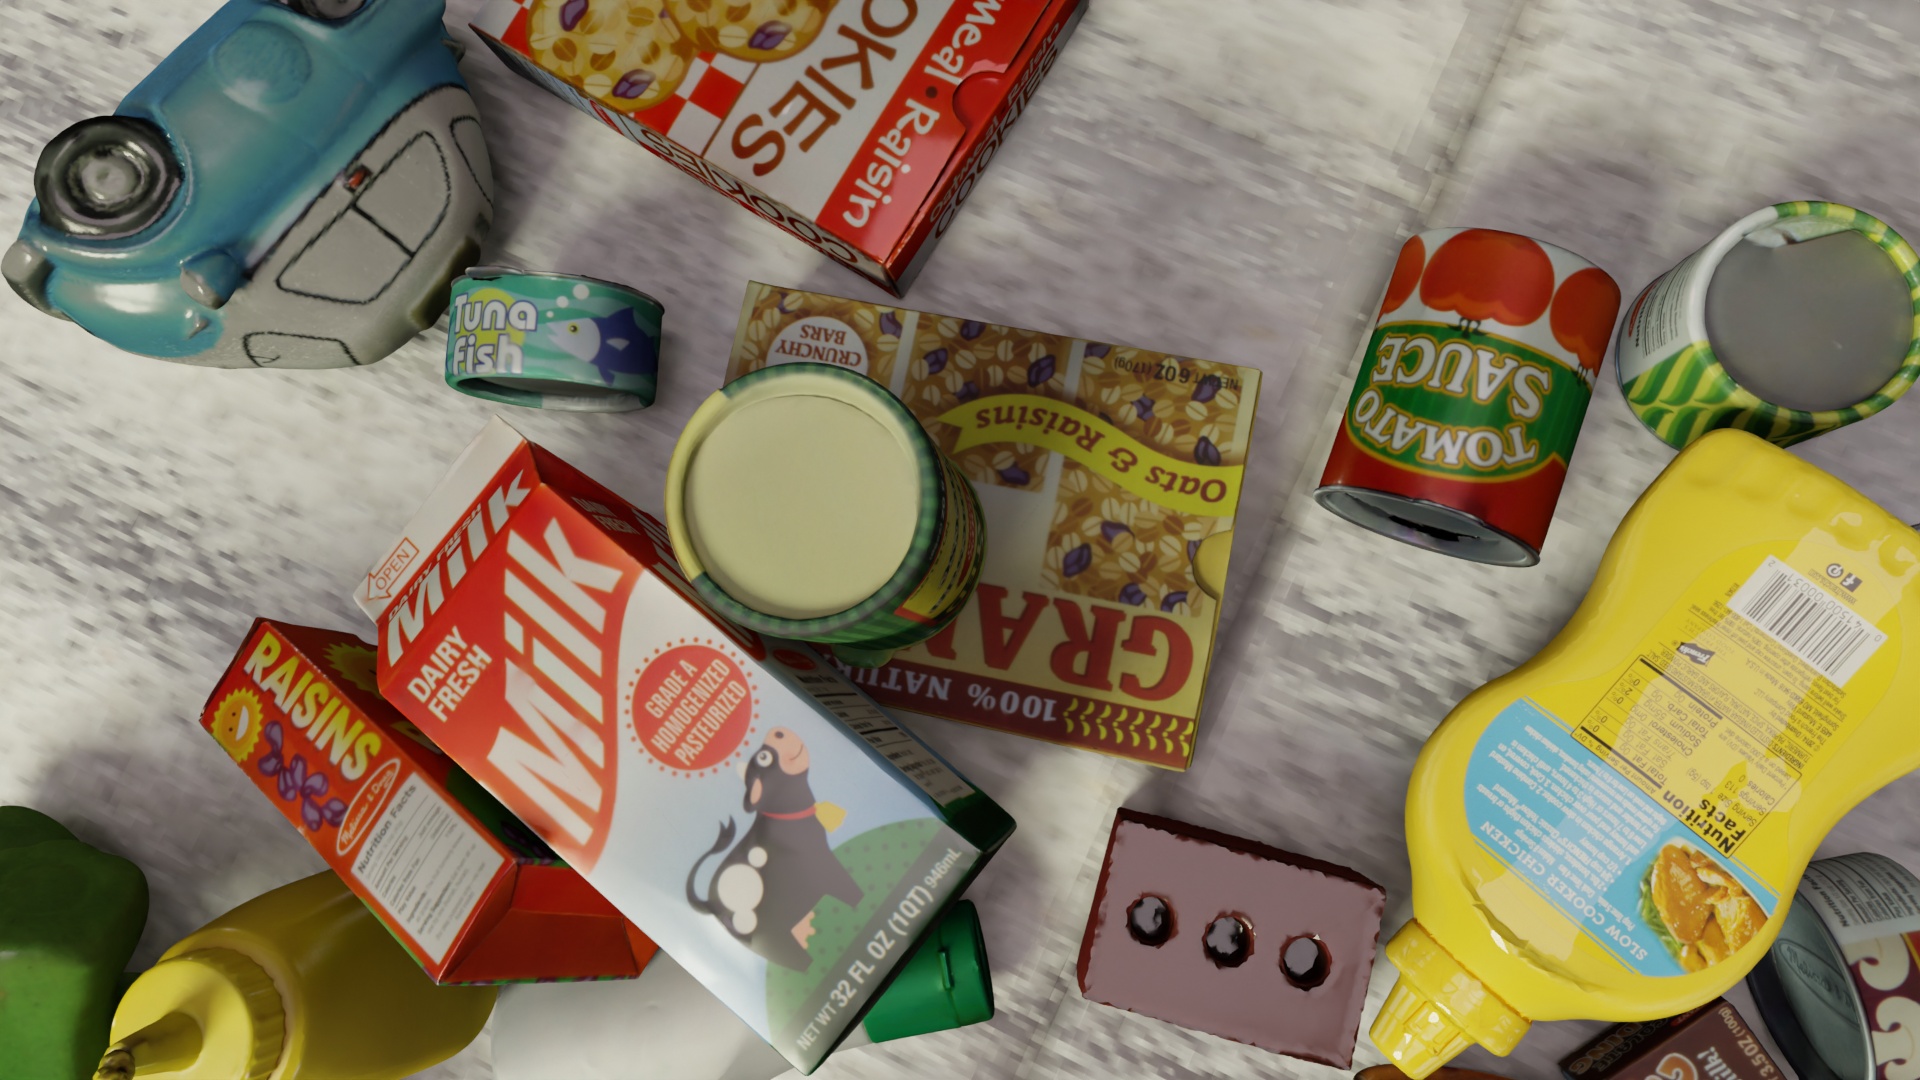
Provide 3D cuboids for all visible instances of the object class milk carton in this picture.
[{"bbox_3d":[-0.083,0.048,0.384,0.191,0.073,0.072,39,91,11],"label":"milk carton"}]

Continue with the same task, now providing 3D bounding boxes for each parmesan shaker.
[{"bbox_3d":[-0.031,-0.002,0.368,0.071,0.103,0.071,-1,84,6],"label":"parmesan shaker"}]

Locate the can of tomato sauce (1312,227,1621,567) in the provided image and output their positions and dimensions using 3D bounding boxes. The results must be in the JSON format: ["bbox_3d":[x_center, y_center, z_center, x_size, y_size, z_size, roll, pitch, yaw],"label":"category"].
[{"bbox_3d":[0.150,-0.042,0.411,0.071,0.071,0.083,20,85,8],"label":"can of tomato sauce"}]

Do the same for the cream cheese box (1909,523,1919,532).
[{"bbox_3d":[0.248,0.035,0.415,0.104,0.024,0.053,-19,82,3],"label":"cream cheese box"}]

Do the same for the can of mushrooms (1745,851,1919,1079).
[{"bbox_3d":[0.248,0.124,0.384,0.033,0.071,0.071,-13,82,4],"label":"can of mushrooms"}]

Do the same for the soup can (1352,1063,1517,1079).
[{"bbox_3d":[0.138,0.197,0.388,0.071,0.071,0.084,5,83,7],"label":"soup can"}]

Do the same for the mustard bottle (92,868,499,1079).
[{"bbox_3d":[-0.180,0.124,0.380,0.049,0.160,0.065,-8,82,6],"label":"mustard bottle"}]

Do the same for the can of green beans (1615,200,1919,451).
[{"bbox_3d":[0.238,-0.060,0.410,0.071,0.058,0.071,-1,84,6],"label":"can of green beans"}]

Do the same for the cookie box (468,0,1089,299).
[{"bbox_3d":[-0.058,-0.176,0.464,0.167,0.040,0.123,32,87,8],"label":"cookie box"}]

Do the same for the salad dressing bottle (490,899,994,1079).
[{"bbox_3d":[-0.065,0.143,0.425,0.148,0.044,0.064,-12,76,3],"label":"salad dressing bottle"}]

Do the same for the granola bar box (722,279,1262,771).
[{"bbox_3d":[0.002,-0.005,0.438,0.166,0.039,0.124,11,85,7],"label":"granola bar box"}]

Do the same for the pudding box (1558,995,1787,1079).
[{"bbox_3d":[0.220,0.176,0.398,0.049,0.030,0.084,-34,81,2],"label":"pudding box"}]

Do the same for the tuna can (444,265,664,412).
[{"bbox_3d":[-0.130,-0.062,0.442,0.071,0.071,0.033,3,85,6],"label":"tuna can"}]

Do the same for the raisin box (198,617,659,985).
[{"bbox_3d":[-0.147,0.075,0.403,0.123,0.086,0.040,32,90,29],"label":"raisin box"}]
